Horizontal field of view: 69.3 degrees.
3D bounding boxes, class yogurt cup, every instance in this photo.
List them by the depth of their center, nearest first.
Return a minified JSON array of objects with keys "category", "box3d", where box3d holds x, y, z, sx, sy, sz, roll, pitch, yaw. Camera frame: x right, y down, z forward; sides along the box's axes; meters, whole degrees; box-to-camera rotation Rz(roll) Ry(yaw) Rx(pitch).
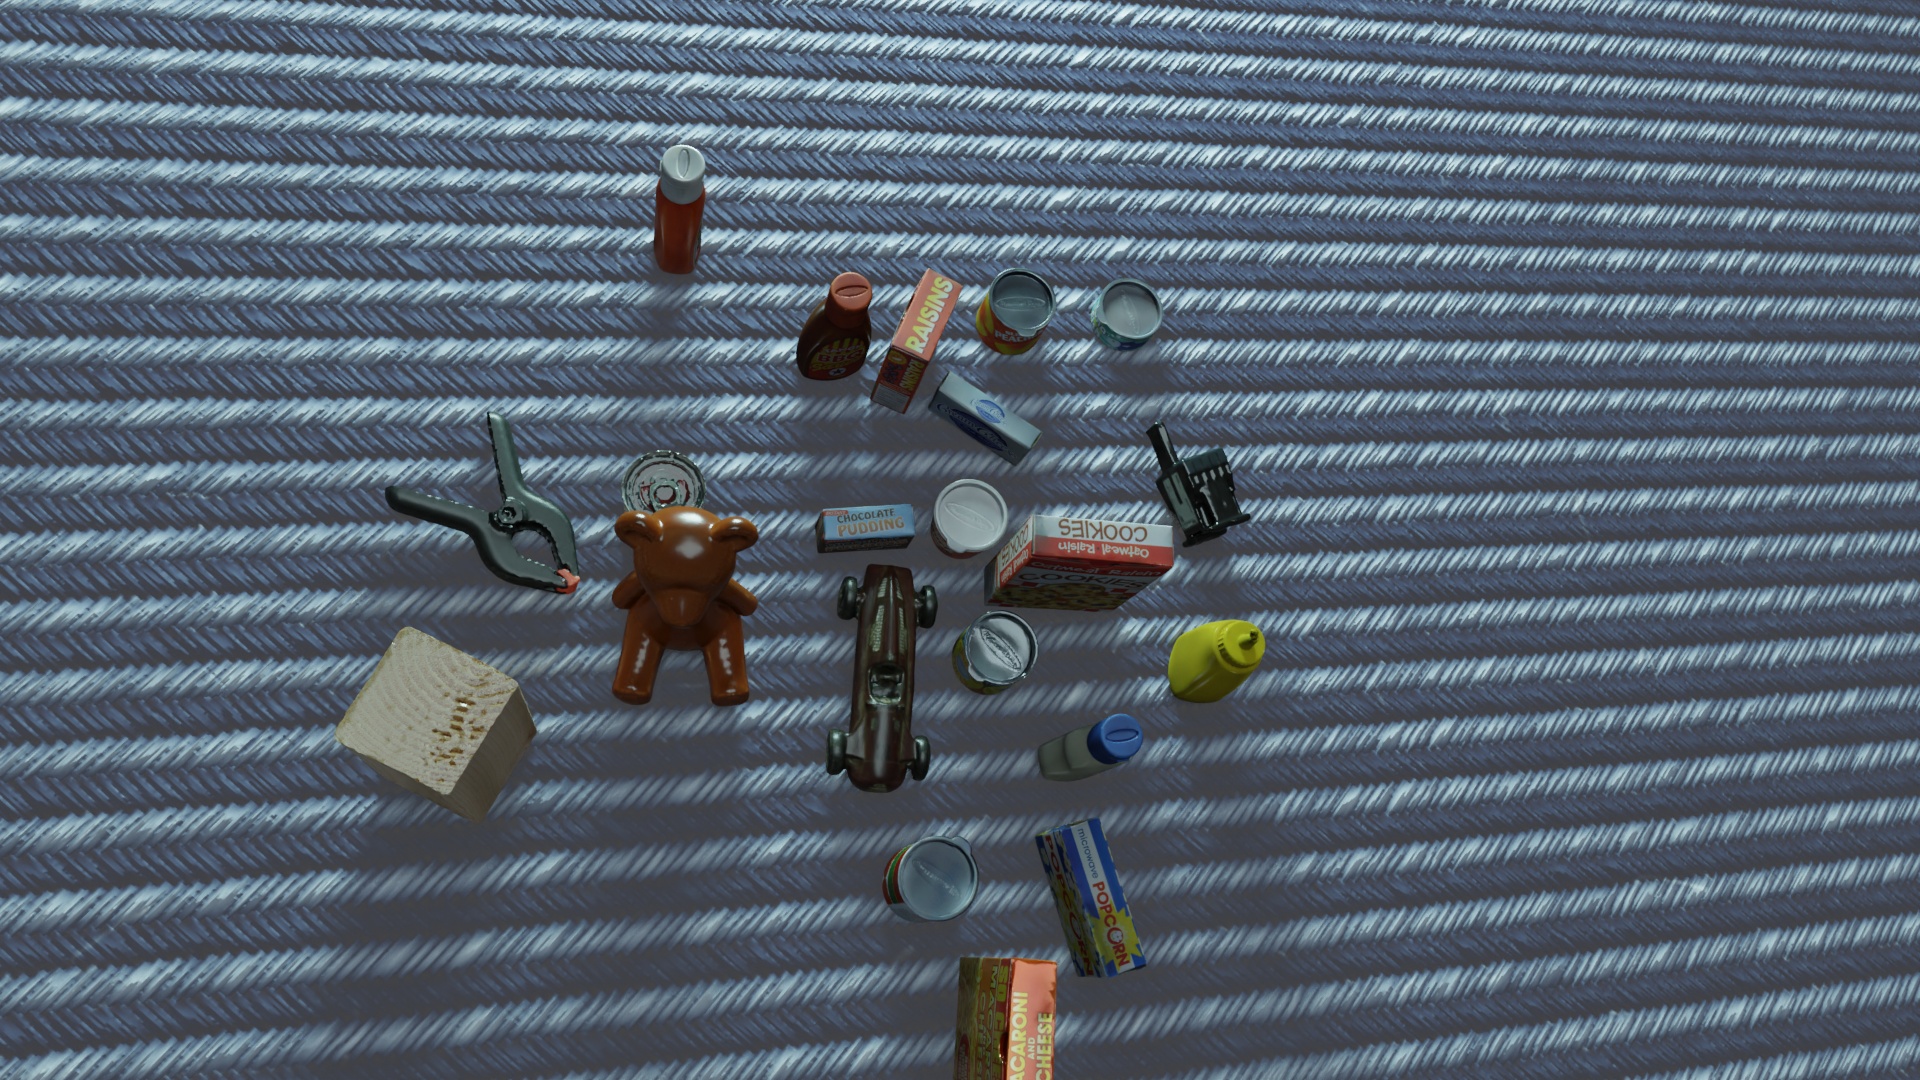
[{"category":"yogurt cup","box3d":[0.004,-0.016,1.258,0.072,0.053,0.072,4,73,-12]}]

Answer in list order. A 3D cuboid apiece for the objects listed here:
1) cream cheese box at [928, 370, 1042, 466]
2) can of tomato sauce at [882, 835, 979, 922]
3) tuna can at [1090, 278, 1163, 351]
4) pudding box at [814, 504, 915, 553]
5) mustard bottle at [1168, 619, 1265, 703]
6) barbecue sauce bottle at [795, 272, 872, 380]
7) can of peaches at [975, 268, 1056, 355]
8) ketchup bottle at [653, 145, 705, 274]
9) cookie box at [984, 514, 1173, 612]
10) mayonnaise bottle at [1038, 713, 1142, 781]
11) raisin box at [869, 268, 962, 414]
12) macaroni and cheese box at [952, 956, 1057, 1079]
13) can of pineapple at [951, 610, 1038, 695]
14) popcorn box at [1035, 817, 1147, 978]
[{"category":"cream cheese box","box3d":[0.022,-0.112,1.293,0.104,0.053,0.024,33,69,-2]},{"category":"can of tomato sauce","box3d":[-0.026,0.278,1.144,0.071,0.083,0.071,4,73,-12]},{"category":"tuna can","box3d":[0.162,-0.222,1.371,0.071,0.032,0.071,4,72,-12]},{"category":"pudding box","box3d":[-0.085,-0.010,1.238,0.084,0.049,0.030,-3,74,-14]},{"category":"mustard bottle","box3d":[0.230,0.102,1.219,0.049,0.159,0.065,7,72,-11]},{"category":"barbecue sauce bottle","box3d":[-0.108,-0.190,1.235,0.065,0.148,0.044,-11,76,-16]},{"category":"can of peaches","box3d":[0.052,-0.216,1.330,0.071,0.058,0.071,4,73,-12]},{"category":"ketchup bottle","box3d":[-0.250,-0.296,1.235,0.043,0.148,0.065,4,73,-12]},{"category":"cookie box","box3d":[0.099,0.024,1.208,0.123,0.167,0.040,4,73,-12]},{"category":"mayonnaise bottle","box3d":[0.113,0.175,1.174,0.065,0.147,0.041,-6,75,-15]},{"category":"raisin box","box3d":[-0.042,-0.179,1.261,0.040,0.123,0.086,25,70,-5]},{"category":"macaroni and cheese box","box3d":[0.031,0.389,1.079,0.040,0.166,0.124,7,72,-11]},{"category":"can of pineapple","box3d":[0.028,0.101,1.226,0.071,0.057,0.071,4,73,-12]},{"category":"popcorn box","box3d":[0.108,0.301,1.168,0.038,0.085,0.127,-14,77,-17]}]
